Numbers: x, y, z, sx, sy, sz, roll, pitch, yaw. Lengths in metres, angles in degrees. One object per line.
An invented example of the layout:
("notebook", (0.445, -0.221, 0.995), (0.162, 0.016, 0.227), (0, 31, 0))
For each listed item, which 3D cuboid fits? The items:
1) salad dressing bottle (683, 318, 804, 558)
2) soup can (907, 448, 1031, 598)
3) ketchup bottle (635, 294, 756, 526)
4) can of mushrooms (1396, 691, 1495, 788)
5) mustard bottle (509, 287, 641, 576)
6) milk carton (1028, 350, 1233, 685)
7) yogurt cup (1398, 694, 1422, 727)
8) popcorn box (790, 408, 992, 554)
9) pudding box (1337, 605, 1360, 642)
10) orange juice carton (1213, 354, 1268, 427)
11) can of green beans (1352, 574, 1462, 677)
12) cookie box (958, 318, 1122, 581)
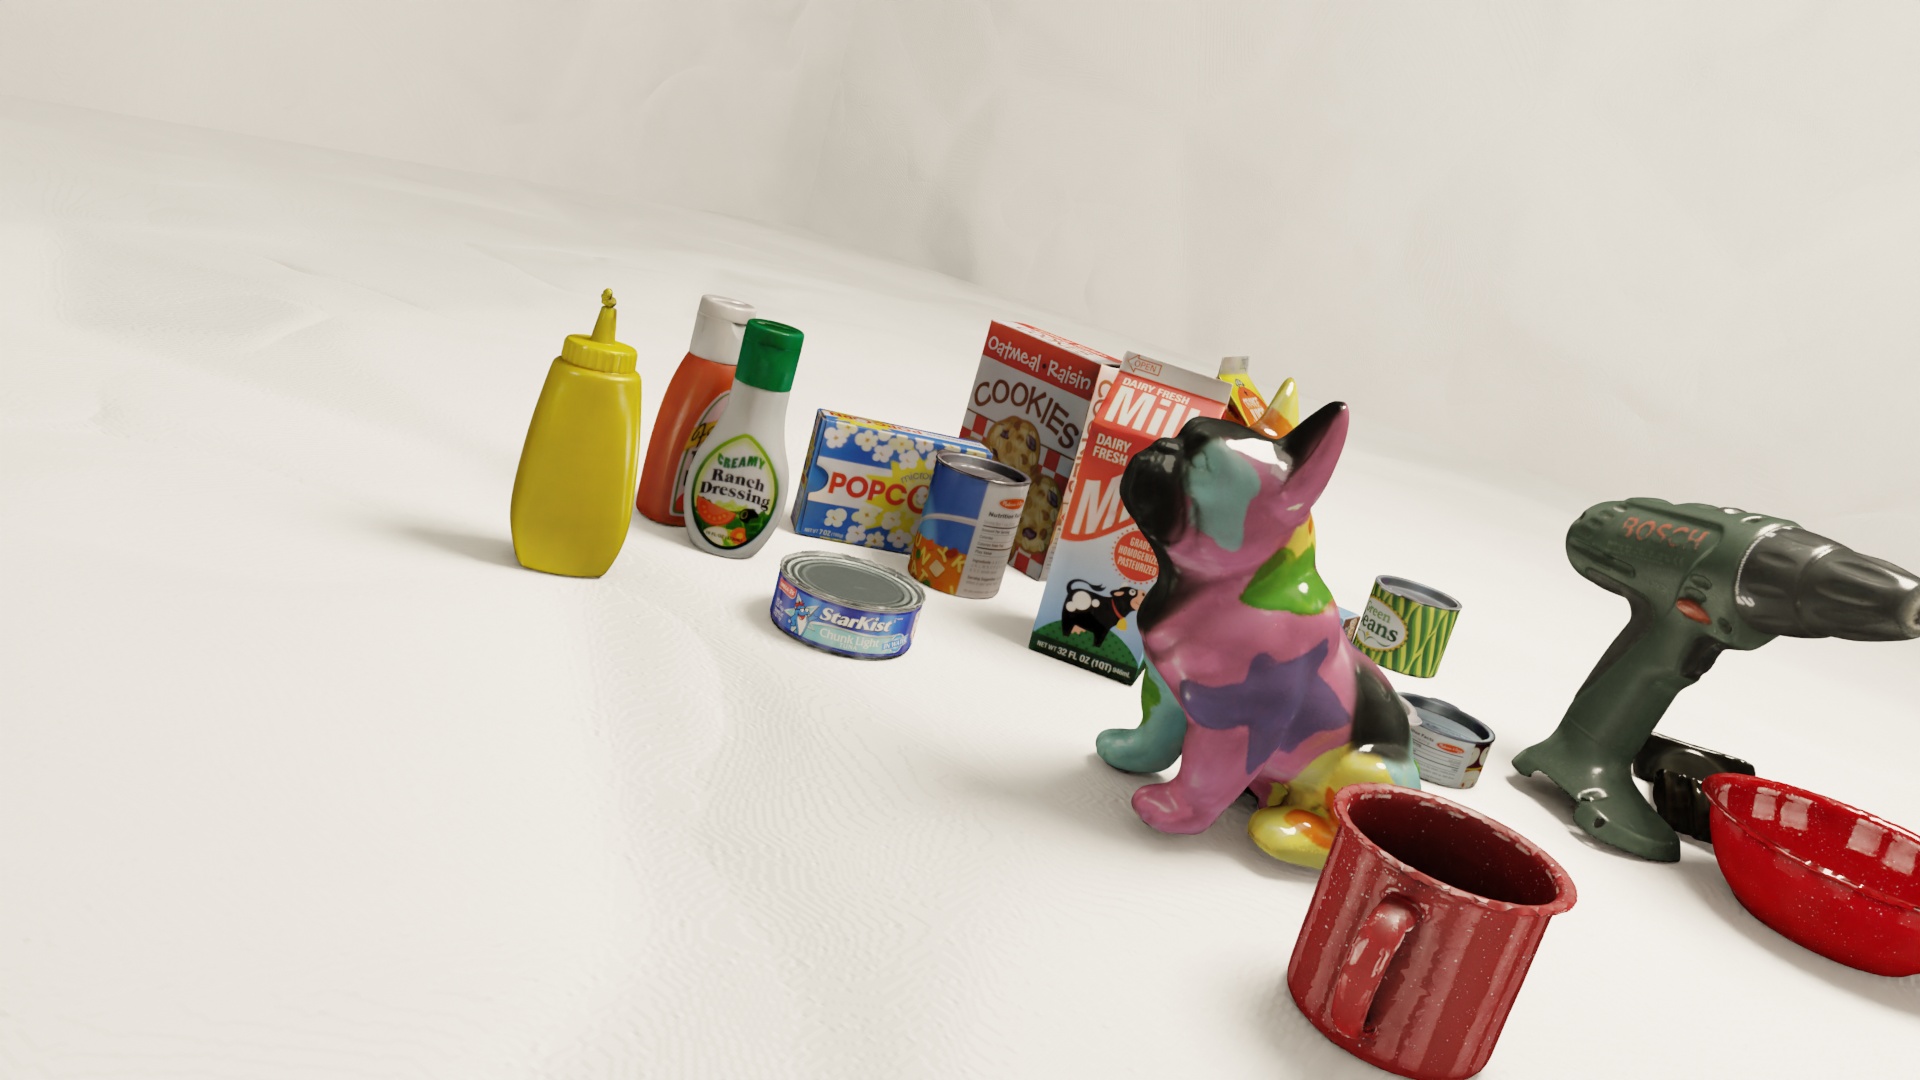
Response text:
("salad dressing bottle", (-0.133, -0.064, 0.872), (0.064, 0.147, 0.044), (14, 15, -7))
("soup can", (0.003, -0.012, 0.945), (0.071, 0.083, 0.071), (15, 15, -4))
("ketchup bottle", (-0.168, -0.085, 0.909), (0.043, 0.148, 0.065), (26, 18, 34))
("can of mushrooms", (0.290, 0.122, 0.853), (0.071, 0.033, 0.071), (15, 15, -4))
("mustard bottle", (-0.205, -0.061, 0.764), (0.065, 0.159, 0.049), (10, 16, -22))
("milk carton", (0.108, -0.016, 0.862), (0.072, 0.190, 0.073), (20, 15, 14))
("yogurt cup", (0.215, 0.109, 0.783), (0.072, 0.053, 0.072), (15, 15, -4))
("popcorn box", (-0.049, -0.038, 0.984), (0.127, 0.085, 0.038), (11, 15, -18))
("pudding box", (0.235, 0.060, 0.986), (0.084, 0.049, 0.030), (26, 18, 34))
("orange juice carton", (0.175, -0.044, 1.025), (0.073, 0.192, 0.072), (22, 16, 24))
("can of green beans", (0.339, 0.065, 1.057), (0.071, 0.057, 0.071), (15, 15, -4))
("cookie box", (0.053, -0.070, 1.041), (0.040, 0.167, 0.123), (2, 20, -43))
